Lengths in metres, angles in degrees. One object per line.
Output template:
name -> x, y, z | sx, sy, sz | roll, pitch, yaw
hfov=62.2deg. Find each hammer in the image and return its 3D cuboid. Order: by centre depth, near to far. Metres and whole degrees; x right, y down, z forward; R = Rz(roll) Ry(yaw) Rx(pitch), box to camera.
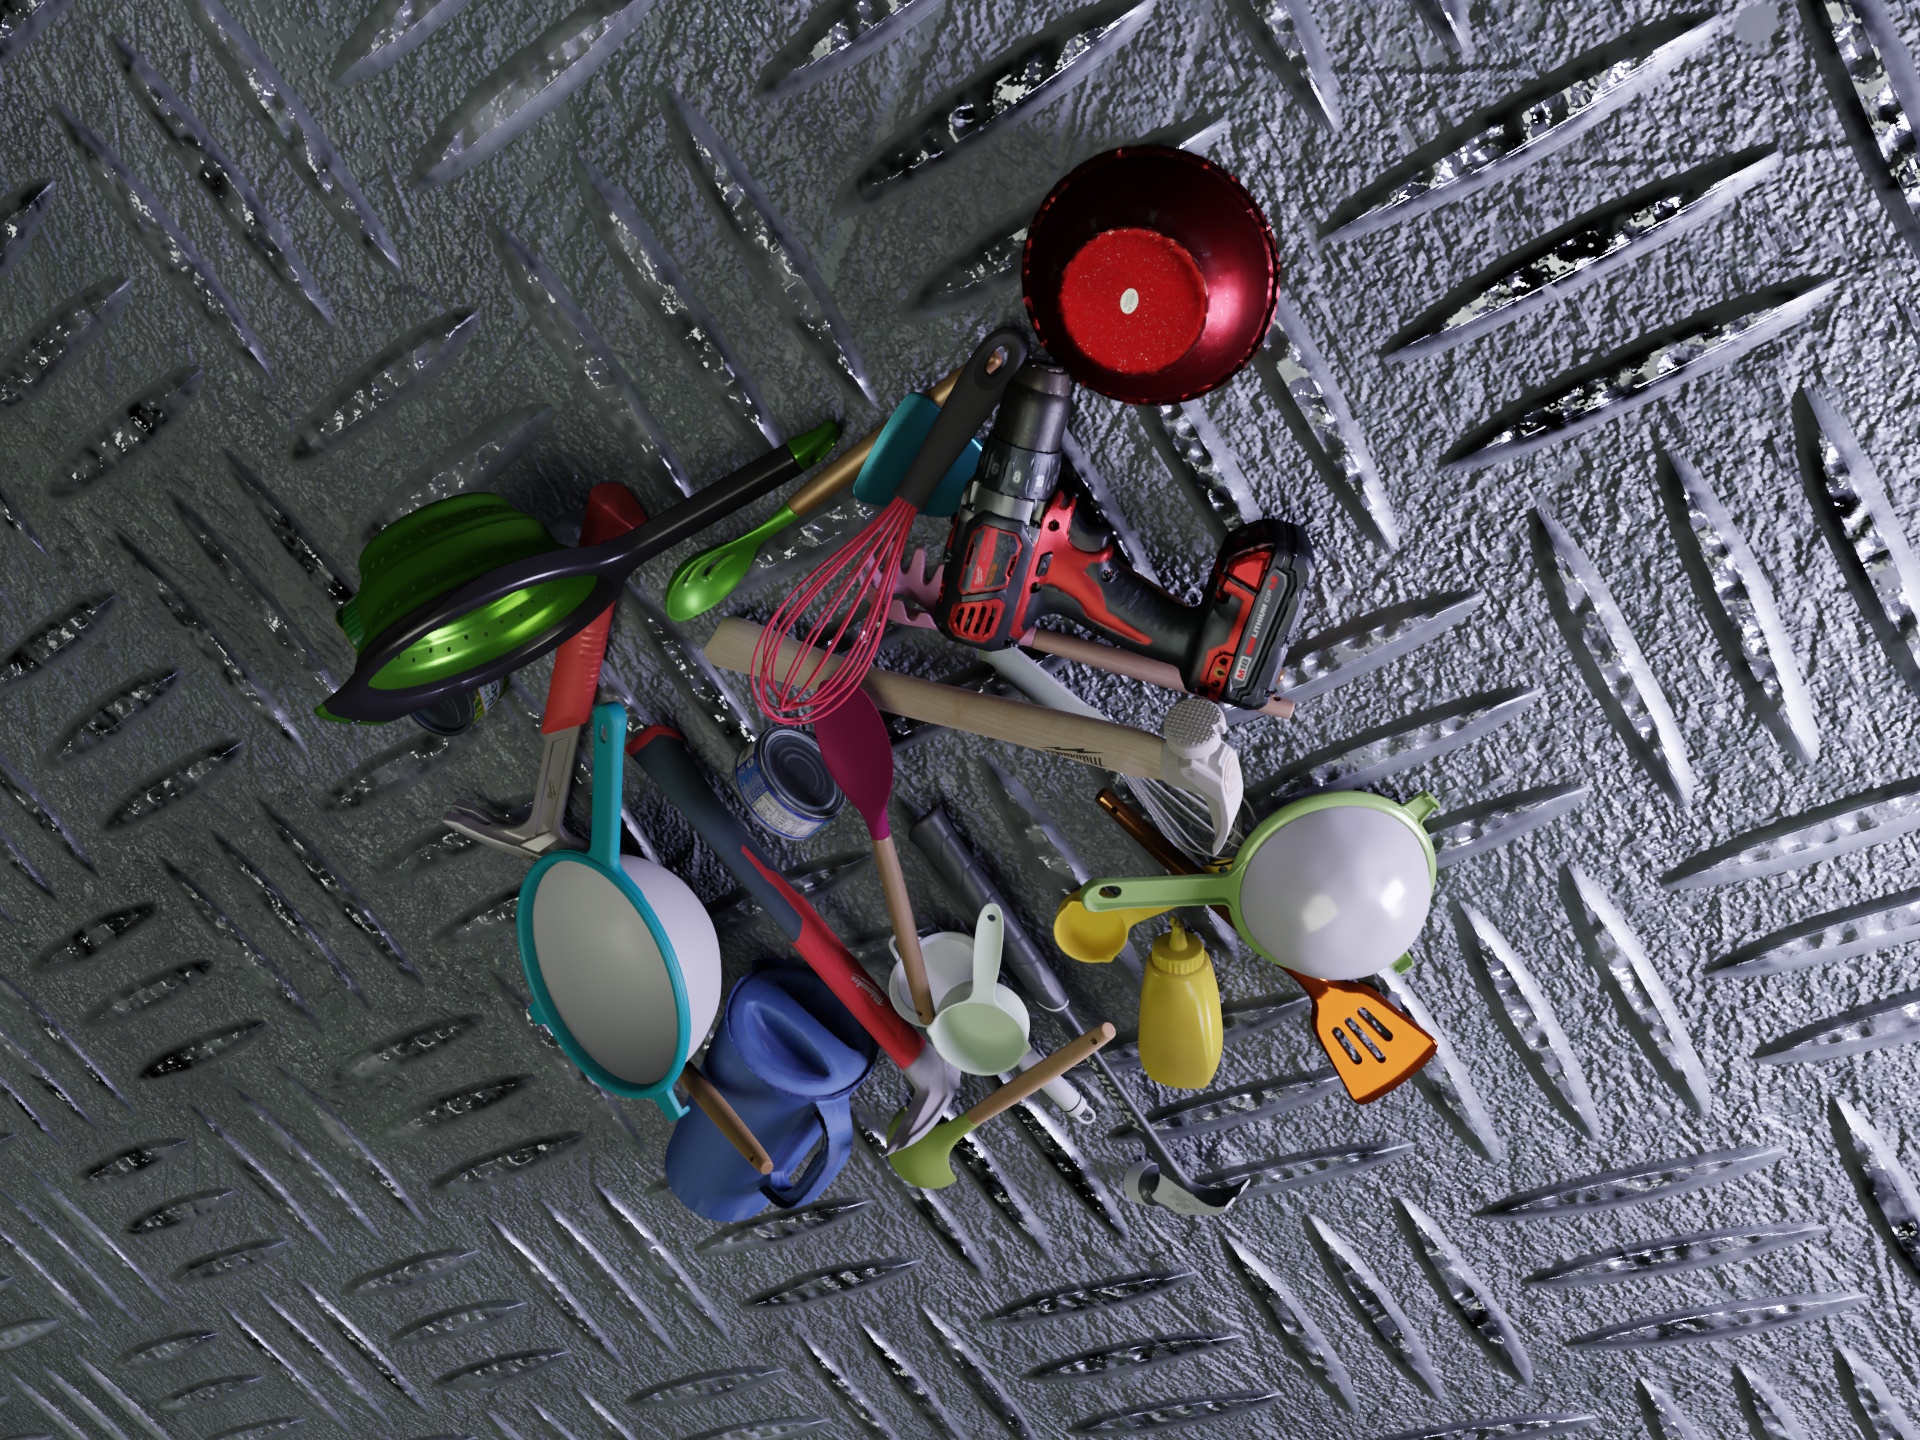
hammer -> -0.002, -0.004, 1.117 | 0.411, 0.038, 0.146 | 15, 152, 25
hammer -> -0.313, -0.029, 1.249 | 0.149, 0.037, 0.358 | 20, 124, -1
hammer -> 0.084, 0.236, 1.256 | 0.408, 0.036, 0.149 | 55, 153, -12
hammer -> -0.137, 0.166, 1.262 | 0.038, 0.143, 0.386 | -32, 102, 36

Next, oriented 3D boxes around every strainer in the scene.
strainer -> 0.214, 0.130, 1.102 | 0.256, 0.069, 0.151 | -2, 117, -5
strainer -> -0.254, 0.134, 1.268 | 0.211, 0.095, 0.340 | 24, 119, 34
strainer -> 0.026, 0.252, 1.308 | 0.087, 0.050, 0.258 | -43, 108, 1

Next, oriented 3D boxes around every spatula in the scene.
spatula -> 0.083, -0.107, 1.068 | 0.317, 0.044, 0.082 | 31, 107, -3
spatula -> 0.218, 0.160, 1.179 | 0.322, 0.041, 0.081 | 42, 110, -13

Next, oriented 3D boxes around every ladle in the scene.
ladle -> 0.033, 0.308, 1.297 | 0.078, 0.062, 0.320 | 53, 133, 8
ladle -> -0.225, 0.290, 1.312 | 0.031, 0.316, 0.069 | 15, 97, -35

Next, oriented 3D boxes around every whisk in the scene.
whisk -> -0.044, -0.124, 1.025 | 0.073, 0.073, 0.296 | 32, 97, -3
whisk -> 0.111, 0.018, 1.139 | 0.246, 0.058, 0.059 | 39, 90, -3

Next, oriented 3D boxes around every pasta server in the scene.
pasta server -> 0.079, -0.056, 1.103 | 0.316, 0.060, 0.040 | 16, 136, 4

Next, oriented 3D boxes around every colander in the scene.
colander -> -0.272, -0.132, 1.090 | 0.397, 0.204, 0.094 | -29, 85, 2

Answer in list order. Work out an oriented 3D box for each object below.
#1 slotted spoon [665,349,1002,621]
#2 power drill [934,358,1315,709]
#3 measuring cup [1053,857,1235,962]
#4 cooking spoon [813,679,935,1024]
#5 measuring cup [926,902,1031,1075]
slotted spoon -> -0.094, -0.161, 1.096 | 0.313, 0.070, 0.031 | -33, 77, 26
power drill -> 0.107, -0.115, 1.013 | 0.226, 0.080, 0.187 | 16, 112, 1
measuring cup -> 0.143, 0.135, 1.212 | 0.156, 0.029, 0.062 | -27, 110, 18
cooking spoon -> -0.055, 0.106, 1.190 | 0.069, 0.017, 0.318 | 10, 127, 33
measuring cup -> 0.020, 0.200, 1.231 | 0.083, 0.038, 0.167 | 9, 120, 7
